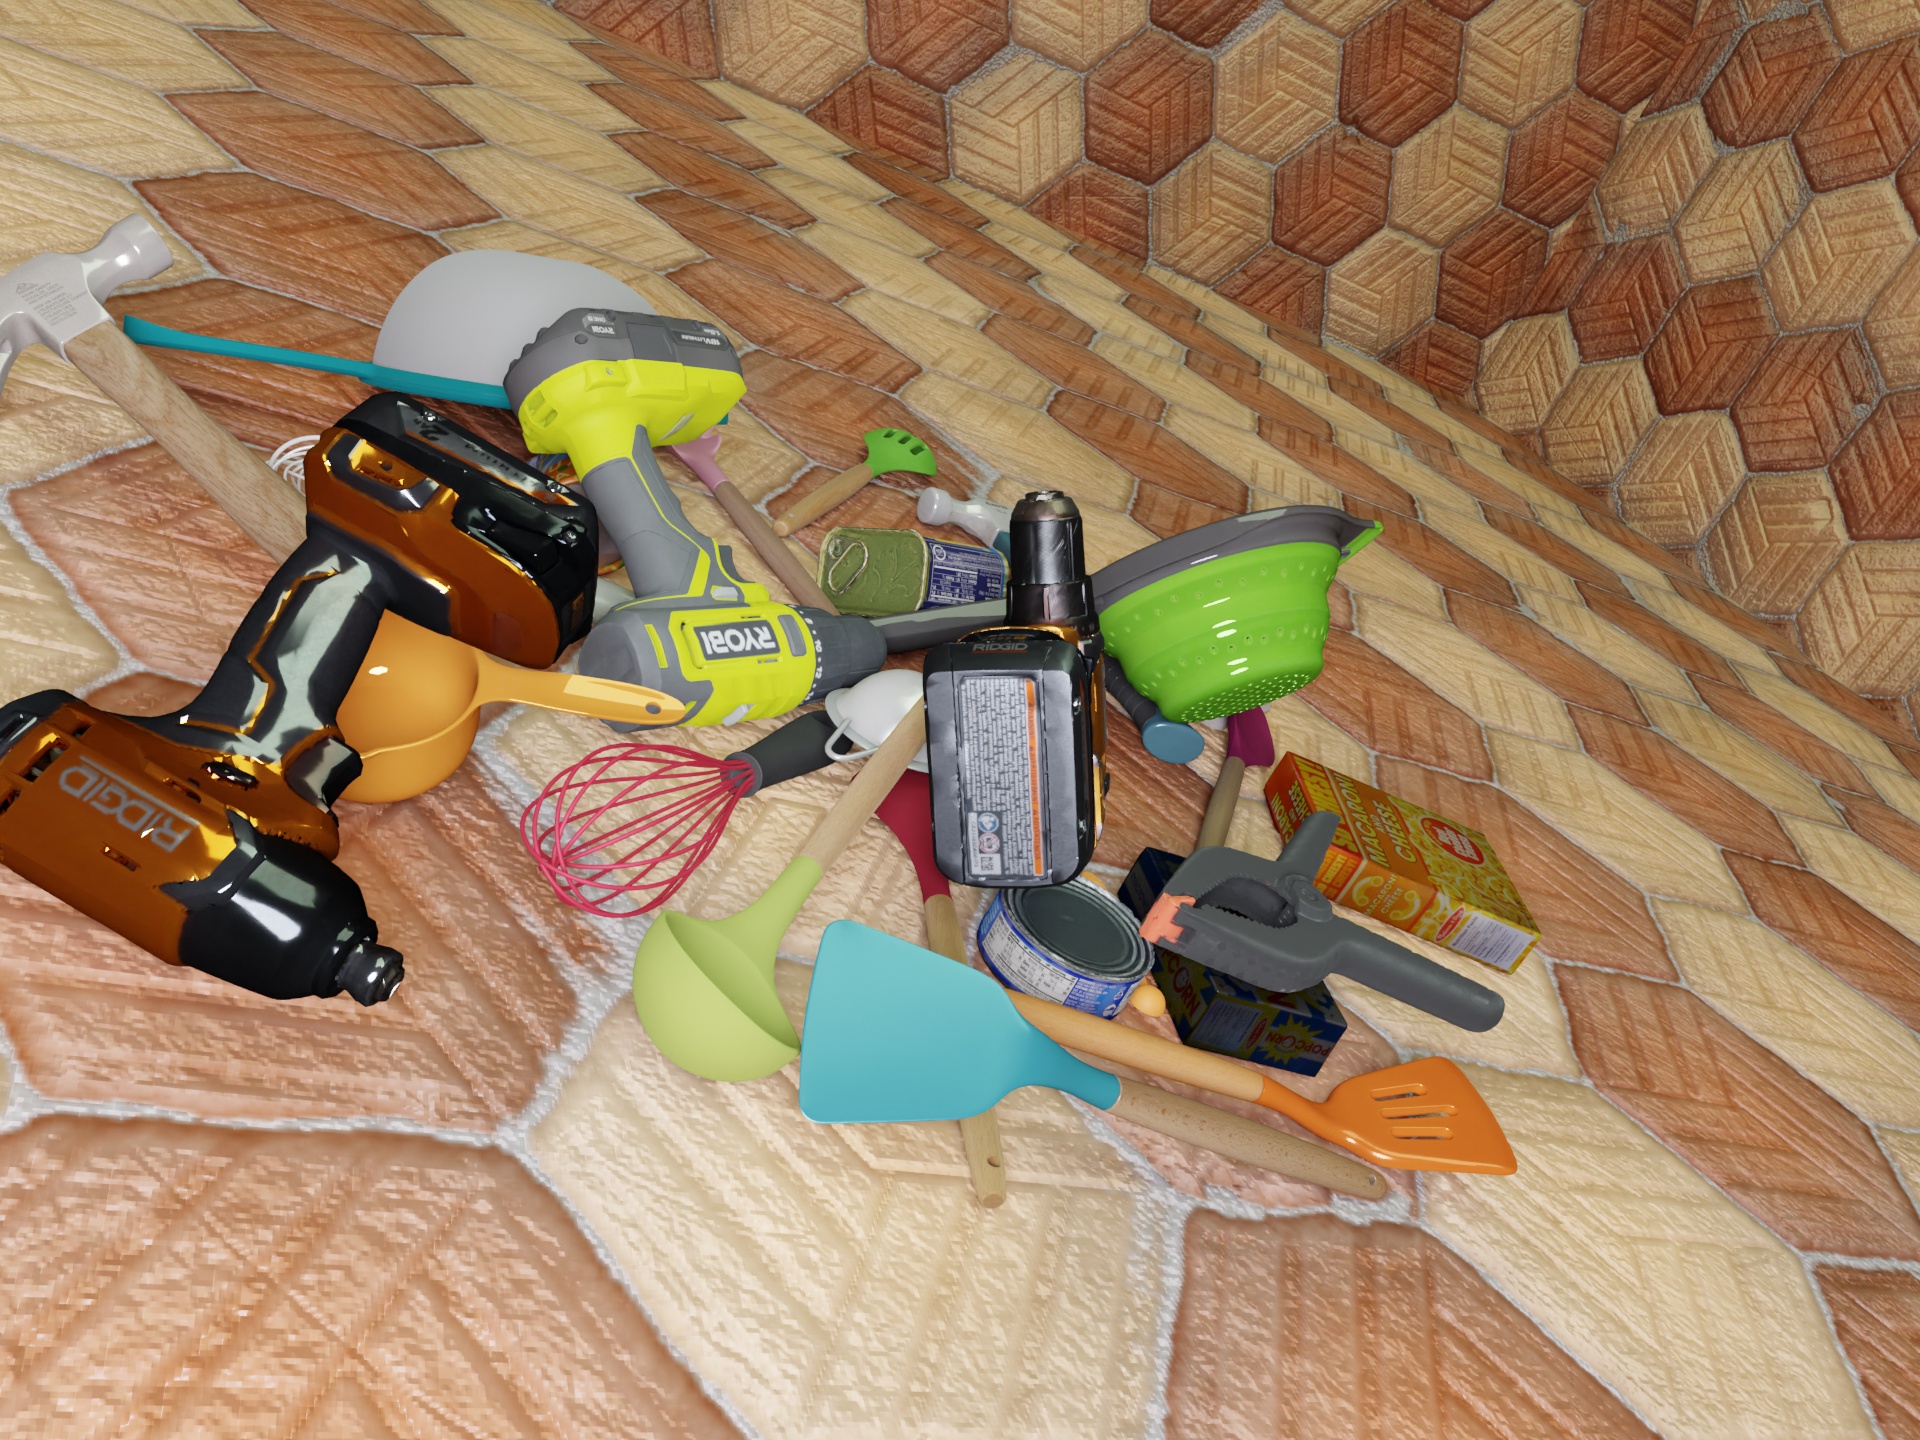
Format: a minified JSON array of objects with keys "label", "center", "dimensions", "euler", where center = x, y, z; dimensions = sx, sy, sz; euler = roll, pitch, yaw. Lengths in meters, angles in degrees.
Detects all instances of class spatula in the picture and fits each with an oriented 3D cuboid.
[{"label":"spatula","center":[0.074,0.167,0.686],"dimensions":[0.317,0.044,0.082],"euler":[26,54,-32]},{"label":"spatula","center":[0.126,0.162,0.756],"dimensions":[0.322,0.041,0.081],"euler":[22,25,-24]}]

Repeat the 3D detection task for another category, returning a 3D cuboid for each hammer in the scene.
[{"label":"hammer","center":[-0.355,-0.115,0.779],"dimensions":[0.331,0.031,0.130],"euler":[41,63,10]},{"label":"hammer","center":[0.084,-0.077,1.198],"dimensions":[0.128,0.033,0.331],"euler":[8,31,-34]}]

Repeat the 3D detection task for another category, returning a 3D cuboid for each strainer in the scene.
[{"label":"strainer","center":[-0.001,-0.003,0.930],"dimensions":[0.087,0.050,0.258],"euler":[35,14,21]},{"label":"strainer","center":[-0.320,-0.248,0.971],"dimensions":[0.340,0.095,0.211],"euler":[1,14,-37]}]

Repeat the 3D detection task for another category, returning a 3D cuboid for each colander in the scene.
[{"label":"colander","center":[0.099,-0.043,1.022],"dimensions":[0.397,0.204,0.094],"euler":[-11,76,-21]}]

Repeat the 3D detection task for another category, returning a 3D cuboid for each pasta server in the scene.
[{"label":"pasta server","center":[-0.151,-0.152,1.099],"dimensions":[0.060,0.040,0.317],"euler":[-9,43,-34]}]

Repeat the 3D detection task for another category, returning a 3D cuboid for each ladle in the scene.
[{"label":"ladle","center":[-0.009,0.106,0.763],"dimensions":[0.069,0.031,0.316],"euler":[16,29,-18]},{"label":"ladle","center":[-0.051,0.047,0.724],"dimensions":[0.078,0.062,0.320],"euler":[46,36,-7]}]

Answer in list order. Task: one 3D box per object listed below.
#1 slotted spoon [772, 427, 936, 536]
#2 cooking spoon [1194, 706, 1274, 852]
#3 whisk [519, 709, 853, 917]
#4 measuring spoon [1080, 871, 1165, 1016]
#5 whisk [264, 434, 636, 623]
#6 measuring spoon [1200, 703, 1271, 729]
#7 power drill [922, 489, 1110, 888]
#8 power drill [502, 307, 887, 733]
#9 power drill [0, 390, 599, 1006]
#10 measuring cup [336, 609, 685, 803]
[{"label":"slotted spoon","center":[-0.082,-0.189,1.253],"dimensions":[0.070,0.031,0.314],"euler":[30,26,4]},{"label":"cooking spoon","center":[0.182,0.041,1.080],"dimensions":[0.068,0.017,0.319],"euler":[58,25,-10]},{"label":"whisk","center":[-0.115,0.030,0.768],"dimensions":[0.073,0.073,0.296],"euler":[33,19,11]},{"label":"measuring spoon","center":[0.086,0.116,0.854],"dimensions":[0.021,0.011,0.117],"euler":[16,27,-24]},{"label":"whisk","center":[-0.254,-0.089,0.865],"dimensions":[0.246,0.058,0.059],"euler":[23,17,-22]},{"label":"measuring spoon","center":[0.212,-0.013,1.223],"dimensions":[0.034,0.018,0.124],"euler":[40,27,25]},{"label":"power drill","center":[0.039,-0.022,0.840],"dimensions":[0.084,0.185,0.226],"euler":[-1,12,11]},{"label":"power drill","center":[-0.143,-0.106,0.882],"dimensions":[0.190,0.080,0.229],"euler":[-9,72,-49]},{"label":"power drill","center":[-0.231,-0.006,0.599],"dimensions":[0.164,0.084,0.227],"euler":[30,57,4]},{"label":"measuring cup","center":[-0.210,-0.002,0.692],"dimensions":[0.173,0.052,0.095],"euler":[8,50,-17]}]
